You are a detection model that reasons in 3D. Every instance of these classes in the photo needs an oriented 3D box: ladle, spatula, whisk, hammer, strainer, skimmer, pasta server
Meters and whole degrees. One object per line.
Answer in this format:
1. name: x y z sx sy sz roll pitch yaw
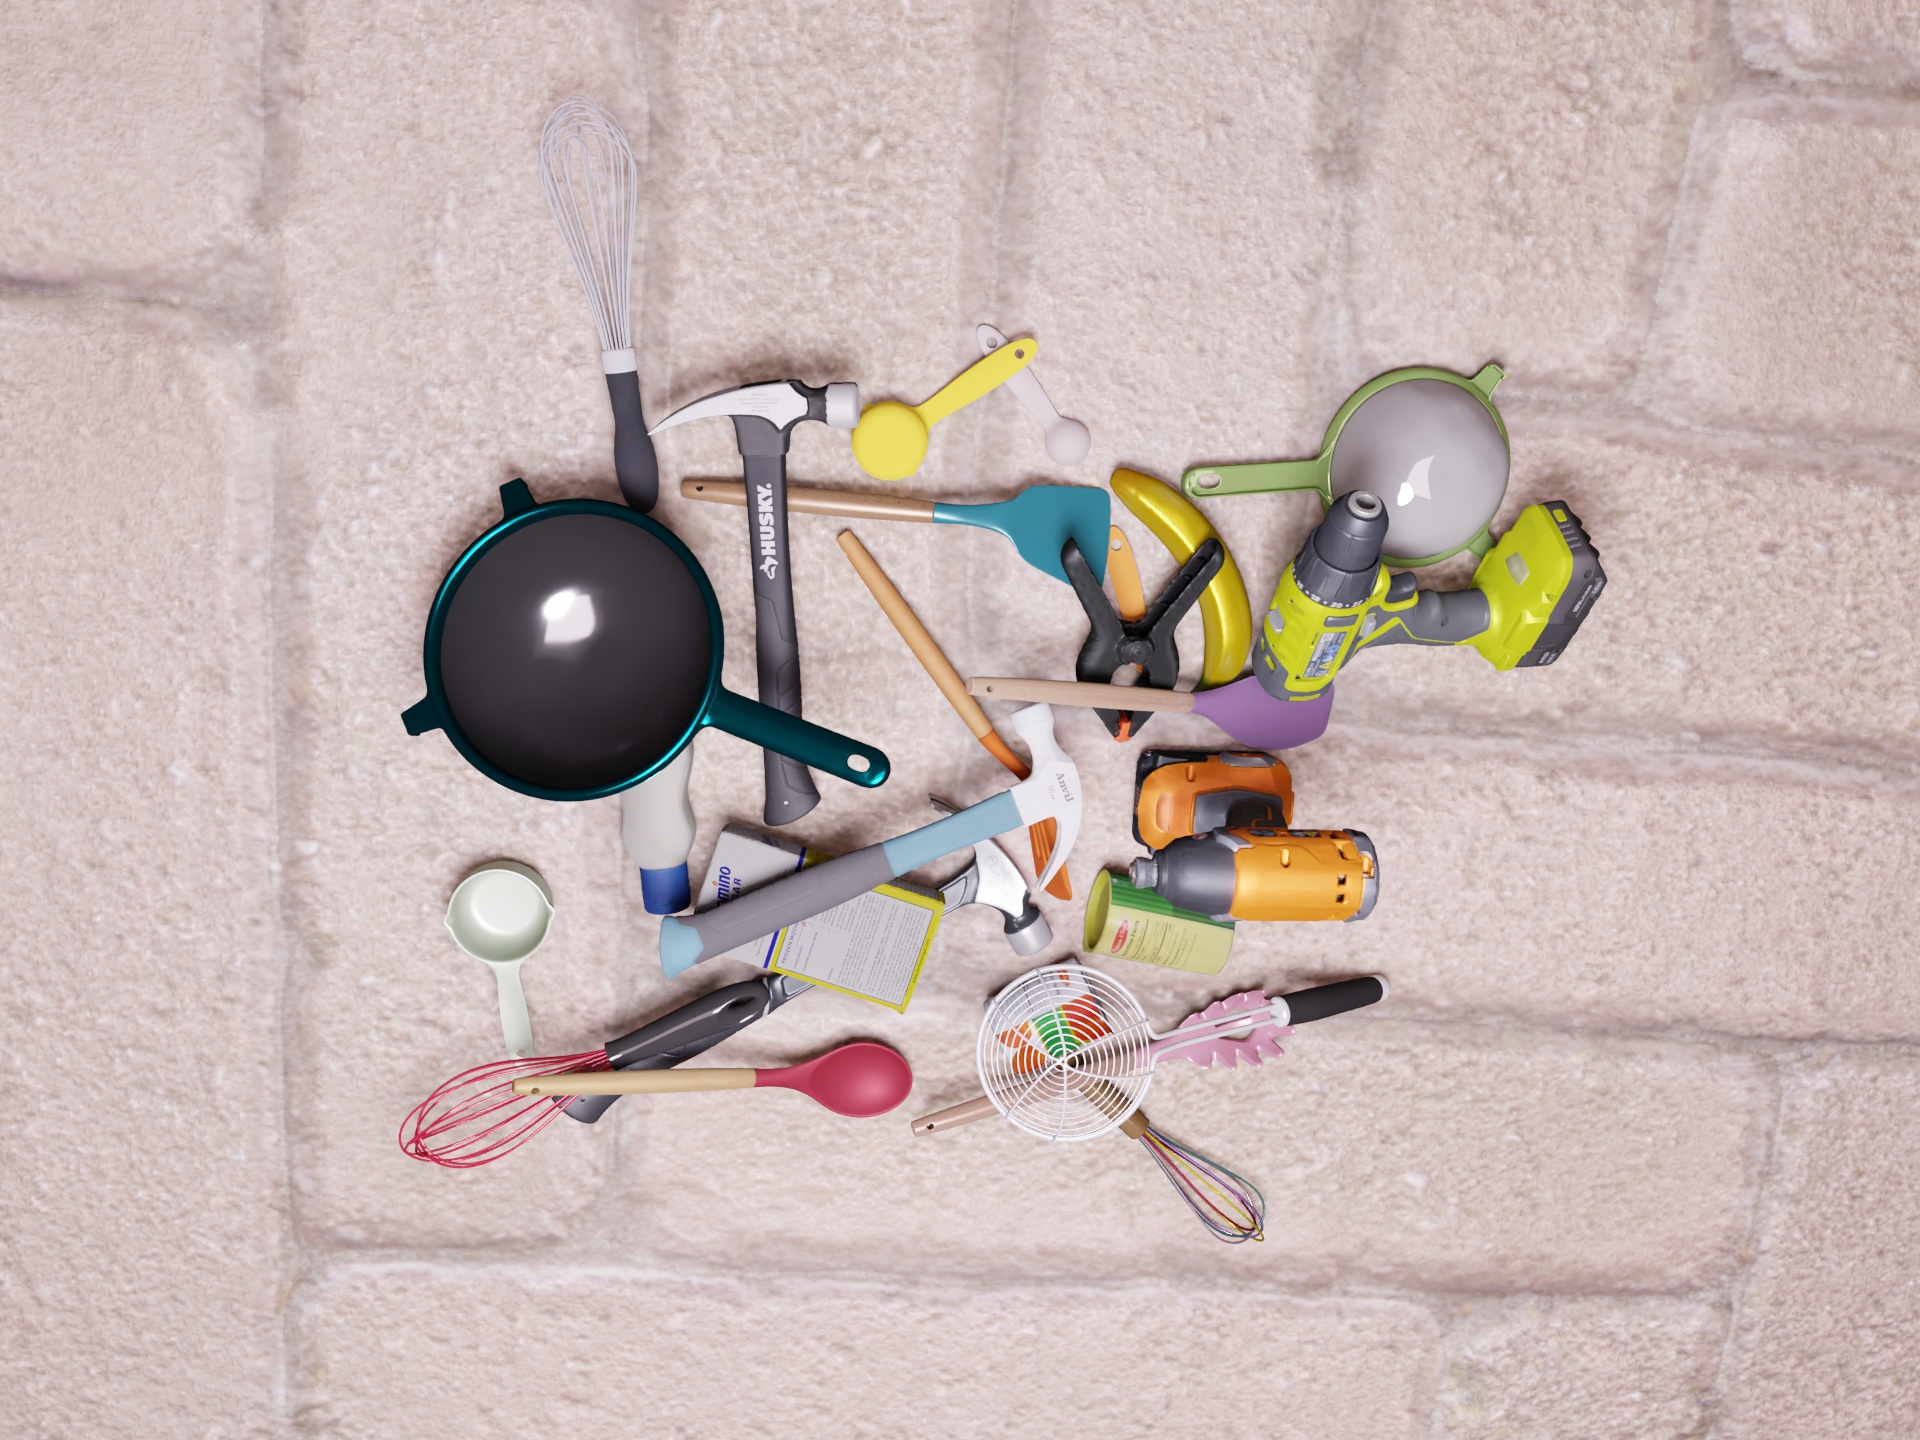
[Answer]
1. ladle: -0.183 0.276 1.215 0.315 0.031 0.069 5 109 -28
2. spatula: 0.149 -0.013 1.187 0.315 0.018 0.059 5 104 -25
3. whisk: 0.165 0.349 1.308 0.245 0.047 0.051 44 97 -10
4. hammer: -0.141 -0.079 1.160 0.146 0.035 0.334 0 111 3
5. hammer: -0.066 0.105 1.156 0.331 0.033 0.128 -22 90 -4
6. strainer: 0.295 -0.181 1.176 0.256 0.069 0.151 -4 104 -6
7. whisk: -0.243 -0.284 1.108 0.070 0.070 0.284 -8 109 -4
8. strainer: -0.204 -0.022 1.127 0.340 0.095 0.211 21 85 5
9. skimmer: 0.181 0.232 1.221 0.363 0.090 0.127 -4 86 -36
10. spatula: -0.002 -0.004 1.202 0.041 0.081 0.322 -37 99 -10
11. pasta server: 0.114 0.279 1.265 0.316 0.040 0.060 -15 89 -12
12. whisk: -0.283 0.263 1.206 0.296 0.073 0.073 -23 105 -5
13. spatula: -0.046 -0.151 1.168 0.317 0.044 0.082 6 83 -1
14. hammer: -0.138 0.204 1.247 0.409 0.036 0.149 -28 103 2

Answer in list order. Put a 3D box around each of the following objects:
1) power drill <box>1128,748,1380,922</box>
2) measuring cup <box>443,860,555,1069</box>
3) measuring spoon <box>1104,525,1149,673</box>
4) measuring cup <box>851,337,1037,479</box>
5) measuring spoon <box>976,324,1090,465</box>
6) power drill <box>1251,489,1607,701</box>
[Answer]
1. power drill: 0.188 0.083 1.148 0.164 0.227 0.084 1 104 -6
2. measuring cup: -0.345 0.187 1.222 0.083 0.038 0.167 -5 106 -4
3. measuring spoon: 0.130 -0.092 1.214 0.021 0.011 0.117 -15 101 6
4. measuring cup: -0.010 -0.229 1.150 0.156 0.029 0.062 -33 103 9
5. measuring spoon: 0.052 -0.239 1.165 0.034 0.018 0.124 -39 103 5
6. power drill: 0.337 -0.097 1.149 0.228 0.080 0.190 -6 145 -12
